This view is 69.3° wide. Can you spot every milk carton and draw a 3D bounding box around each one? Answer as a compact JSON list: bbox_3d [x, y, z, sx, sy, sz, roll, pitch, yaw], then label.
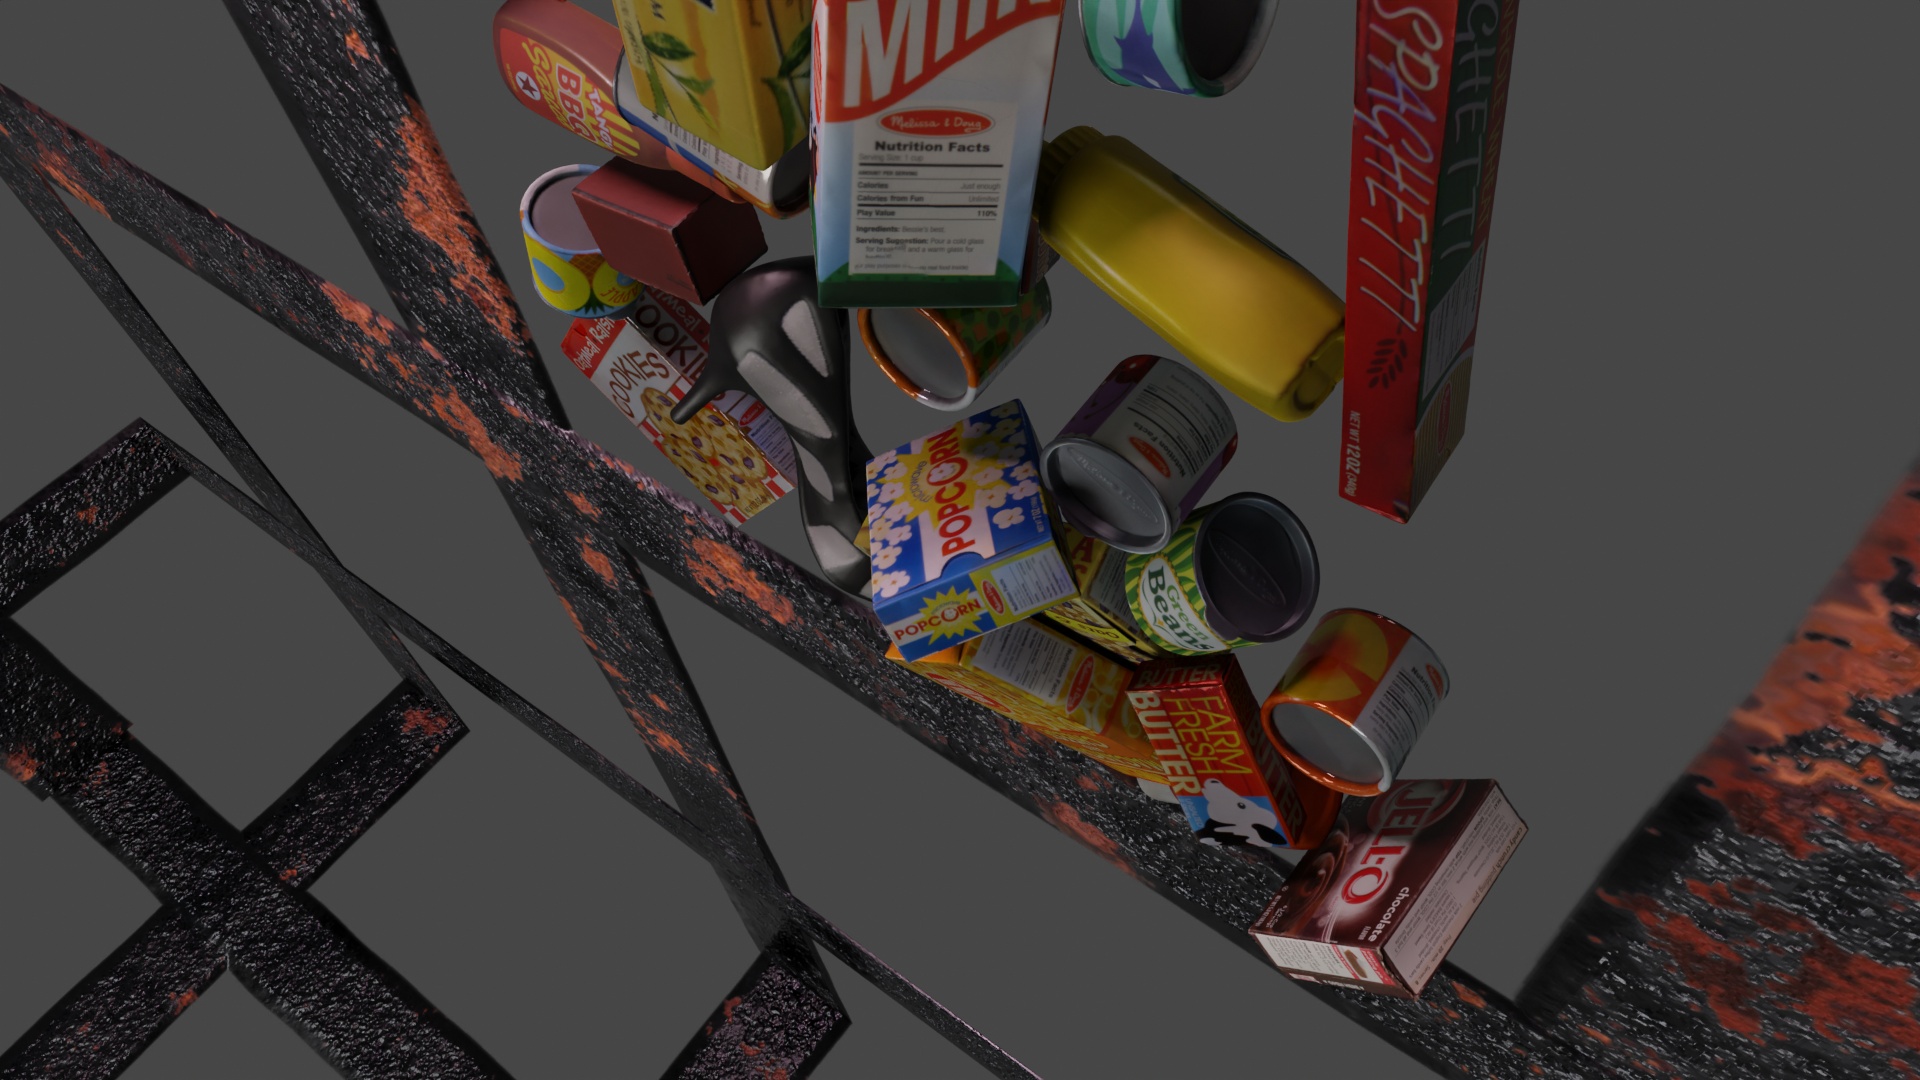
[{"bbox_3d":[-0.010,-0.169,0.438,0.073,0.073,0.189,-1,139,-9],"label":"milk carton"}]

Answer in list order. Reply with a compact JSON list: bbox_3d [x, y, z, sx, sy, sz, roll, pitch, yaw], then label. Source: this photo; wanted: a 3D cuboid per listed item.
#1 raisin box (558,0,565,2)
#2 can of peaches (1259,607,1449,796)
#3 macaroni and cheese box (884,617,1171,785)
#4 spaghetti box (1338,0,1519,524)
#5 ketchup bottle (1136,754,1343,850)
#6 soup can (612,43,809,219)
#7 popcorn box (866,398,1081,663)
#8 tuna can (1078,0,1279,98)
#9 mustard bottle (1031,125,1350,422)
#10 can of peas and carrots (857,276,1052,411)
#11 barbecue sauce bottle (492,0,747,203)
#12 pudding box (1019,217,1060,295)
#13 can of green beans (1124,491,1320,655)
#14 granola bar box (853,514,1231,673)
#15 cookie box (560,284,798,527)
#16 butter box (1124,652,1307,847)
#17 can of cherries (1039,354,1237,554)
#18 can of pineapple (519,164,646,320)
[{"bbox_3d":[-0.143,-0.274,0.500,0.040,0.086,0.122,31,152,25],"label":"raisin box"},{"bbox_3d":[0.177,0.074,0.635,0.071,0.058,0.071,31,152,19],"label":"can of peaches"},{"bbox_3d":[0.056,0.082,0.743,0.166,0.040,0.123,28,169,-17],"label":"macaroni and cheese box"},{"bbox_3d":[0.139,-0.105,0.415,0.029,0.050,0.248,23,149,29],"label":"spaghetti box"},{"bbox_3d":[0.149,0.131,0.764,0.043,0.065,0.148,19,168,-19],"label":"ketchup bottle"},{"bbox_3d":[-0.093,-0.187,0.594,0.084,0.071,0.071,35,154,11],"label":"soup can"},{"bbox_3d":[0.002,-0.008,0.646,0.127,0.085,0.038,-99,-15,-56],"label":"popcorn box"},{"bbox_3d":[0.065,-0.166,0.403,0.033,0.071,0.070,21,148,33],"label":"tuna can"},{"bbox_3d":[0.069,-0.107,0.498,0.160,0.048,0.065,43,-167,20],"label":"mustard bottle"},{"bbox_3d":[-0.004,-0.101,0.610,0.071,0.059,0.070,31,152,19],"label":"can of peas and carrots"},{"bbox_3d":[-0.156,-0.210,0.667,0.149,0.044,0.064,32,153,19],"label":"barbecue sauce bottle"},{"bbox_3d":[0.002,-0.143,0.568,0.084,0.030,0.049,34,154,16],"label":"pudding box"},{"bbox_3d":[0.116,0.016,0.620,0.071,0.071,0.057,46,154,-10],"label":"can of green beans"},{"bbox_3d":[0.042,0.026,0.724,0.165,0.039,0.124,12,163,46],"label":"granola bar box"},{"bbox_3d":[-0.172,-0.090,0.880,0.167,0.040,0.122,46,154,-10],"label":"cookie box"},{"bbox_3d":[0.123,0.102,0.663,0.053,0.024,0.103,-8,119,37],"label":"butter box"},{"bbox_3d":[0.076,-0.037,0.601,0.071,0.058,0.071,31,153,18],"label":"can of cherries"},{"bbox_3d":[-0.209,-0.167,0.781,0.071,0.071,0.057,36,154,10],"label":"can of pineapple"}]
